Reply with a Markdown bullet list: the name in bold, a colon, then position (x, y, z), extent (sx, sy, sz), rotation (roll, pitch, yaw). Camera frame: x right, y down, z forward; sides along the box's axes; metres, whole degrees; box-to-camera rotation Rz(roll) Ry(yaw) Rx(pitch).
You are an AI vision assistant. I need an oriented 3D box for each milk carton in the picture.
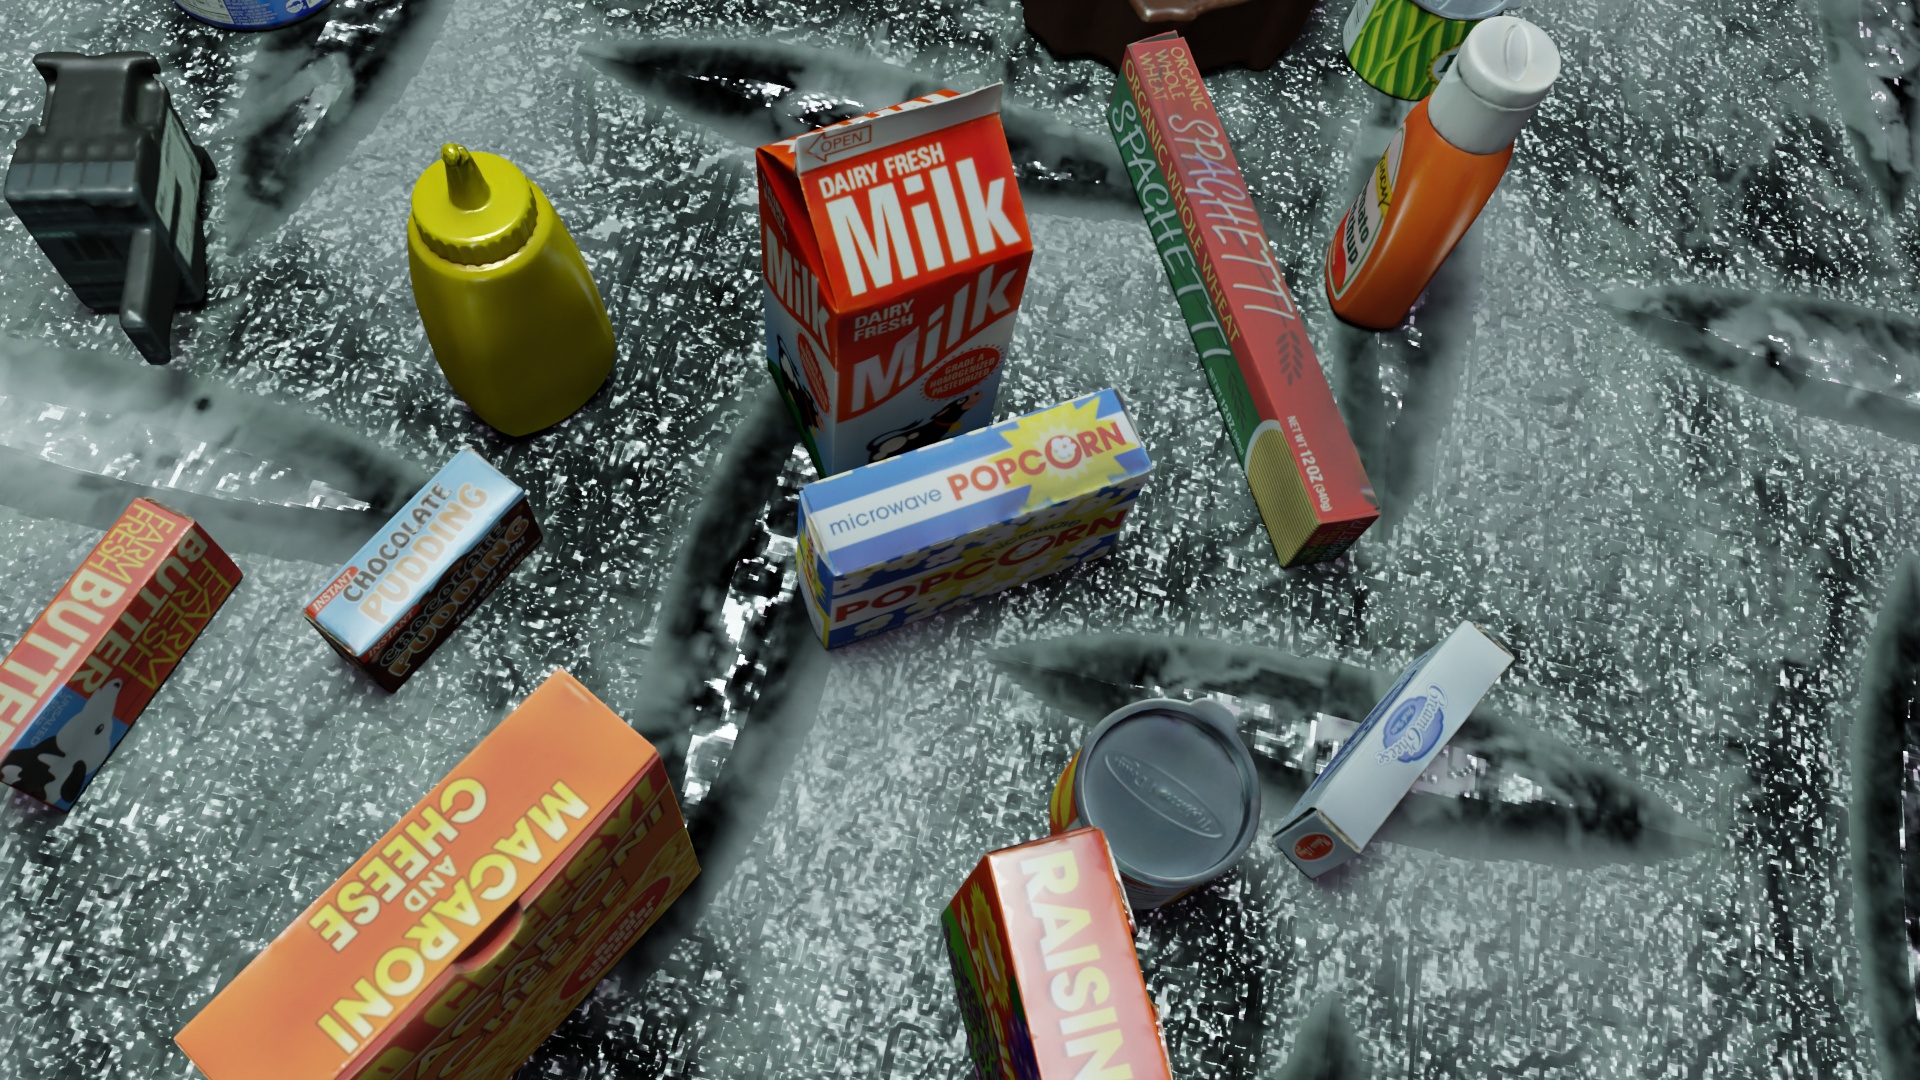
- **milk carton**: position (-0.027, -0.092, 0.504), extent (0.072, 0.189, 0.073), rotation (-21, 71, -15)

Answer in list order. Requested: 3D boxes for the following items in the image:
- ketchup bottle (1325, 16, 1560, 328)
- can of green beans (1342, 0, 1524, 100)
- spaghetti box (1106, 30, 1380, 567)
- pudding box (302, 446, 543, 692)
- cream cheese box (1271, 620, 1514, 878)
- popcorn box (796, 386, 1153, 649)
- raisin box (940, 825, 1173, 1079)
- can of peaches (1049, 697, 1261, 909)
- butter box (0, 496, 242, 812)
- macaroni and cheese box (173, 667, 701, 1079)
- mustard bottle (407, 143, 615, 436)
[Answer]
- **ketchup bottle**: position (0.199, -0.152, 0.582), extent (0.043, 0.148, 0.065), rotation (13, 66, -1)
- **can of green beans**: position (0.229, -0.261, 0.684), extent (0.071, 0.057, 0.071), rotation (3, 66, -6)
- **spaghetti box**: position (0.117, -0.110, 0.607), extent (0.029, 0.050, 0.251), rotation (-12, 68, -12)
- **pudding box**: position (-0.197, 0.011, 0.515), extent (0.030, 0.049, 0.084), rotation (35, 67, 8)
- **cream cheese box**: position (0.163, 0.079, 0.527), extent (0.024, 0.053, 0.104), rotation (42, 68, 11)
- **popcorn box**: position (0.002, -0.007, 0.528), extent (0.127, 0.085, 0.038), rotation (-19, 70, -15)
- **raisin box**: position (0.028, 0.147, 0.442), extent (0.040, 0.123, 0.086), rotation (-10, 68, -11)
- **can of peaches**: position (0.070, 0.096, 0.506), extent (0.071, 0.057, 0.071), rotation (3, 66, -6)
- **butter box**: position (-0.301, 0.039, 0.487), extent (0.024, 0.053, 0.104), rotation (24, 66, 4)
- **macaroni and cheese box**: position (-0.137, 0.117, 0.411), extent (0.040, 0.165, 0.124), rotation (39, 68, 10)
- **mustard bottle**: position (-0.167, -0.096, 0.505), extent (0.065, 0.159, 0.049), rotation (-38, 76, -20)
